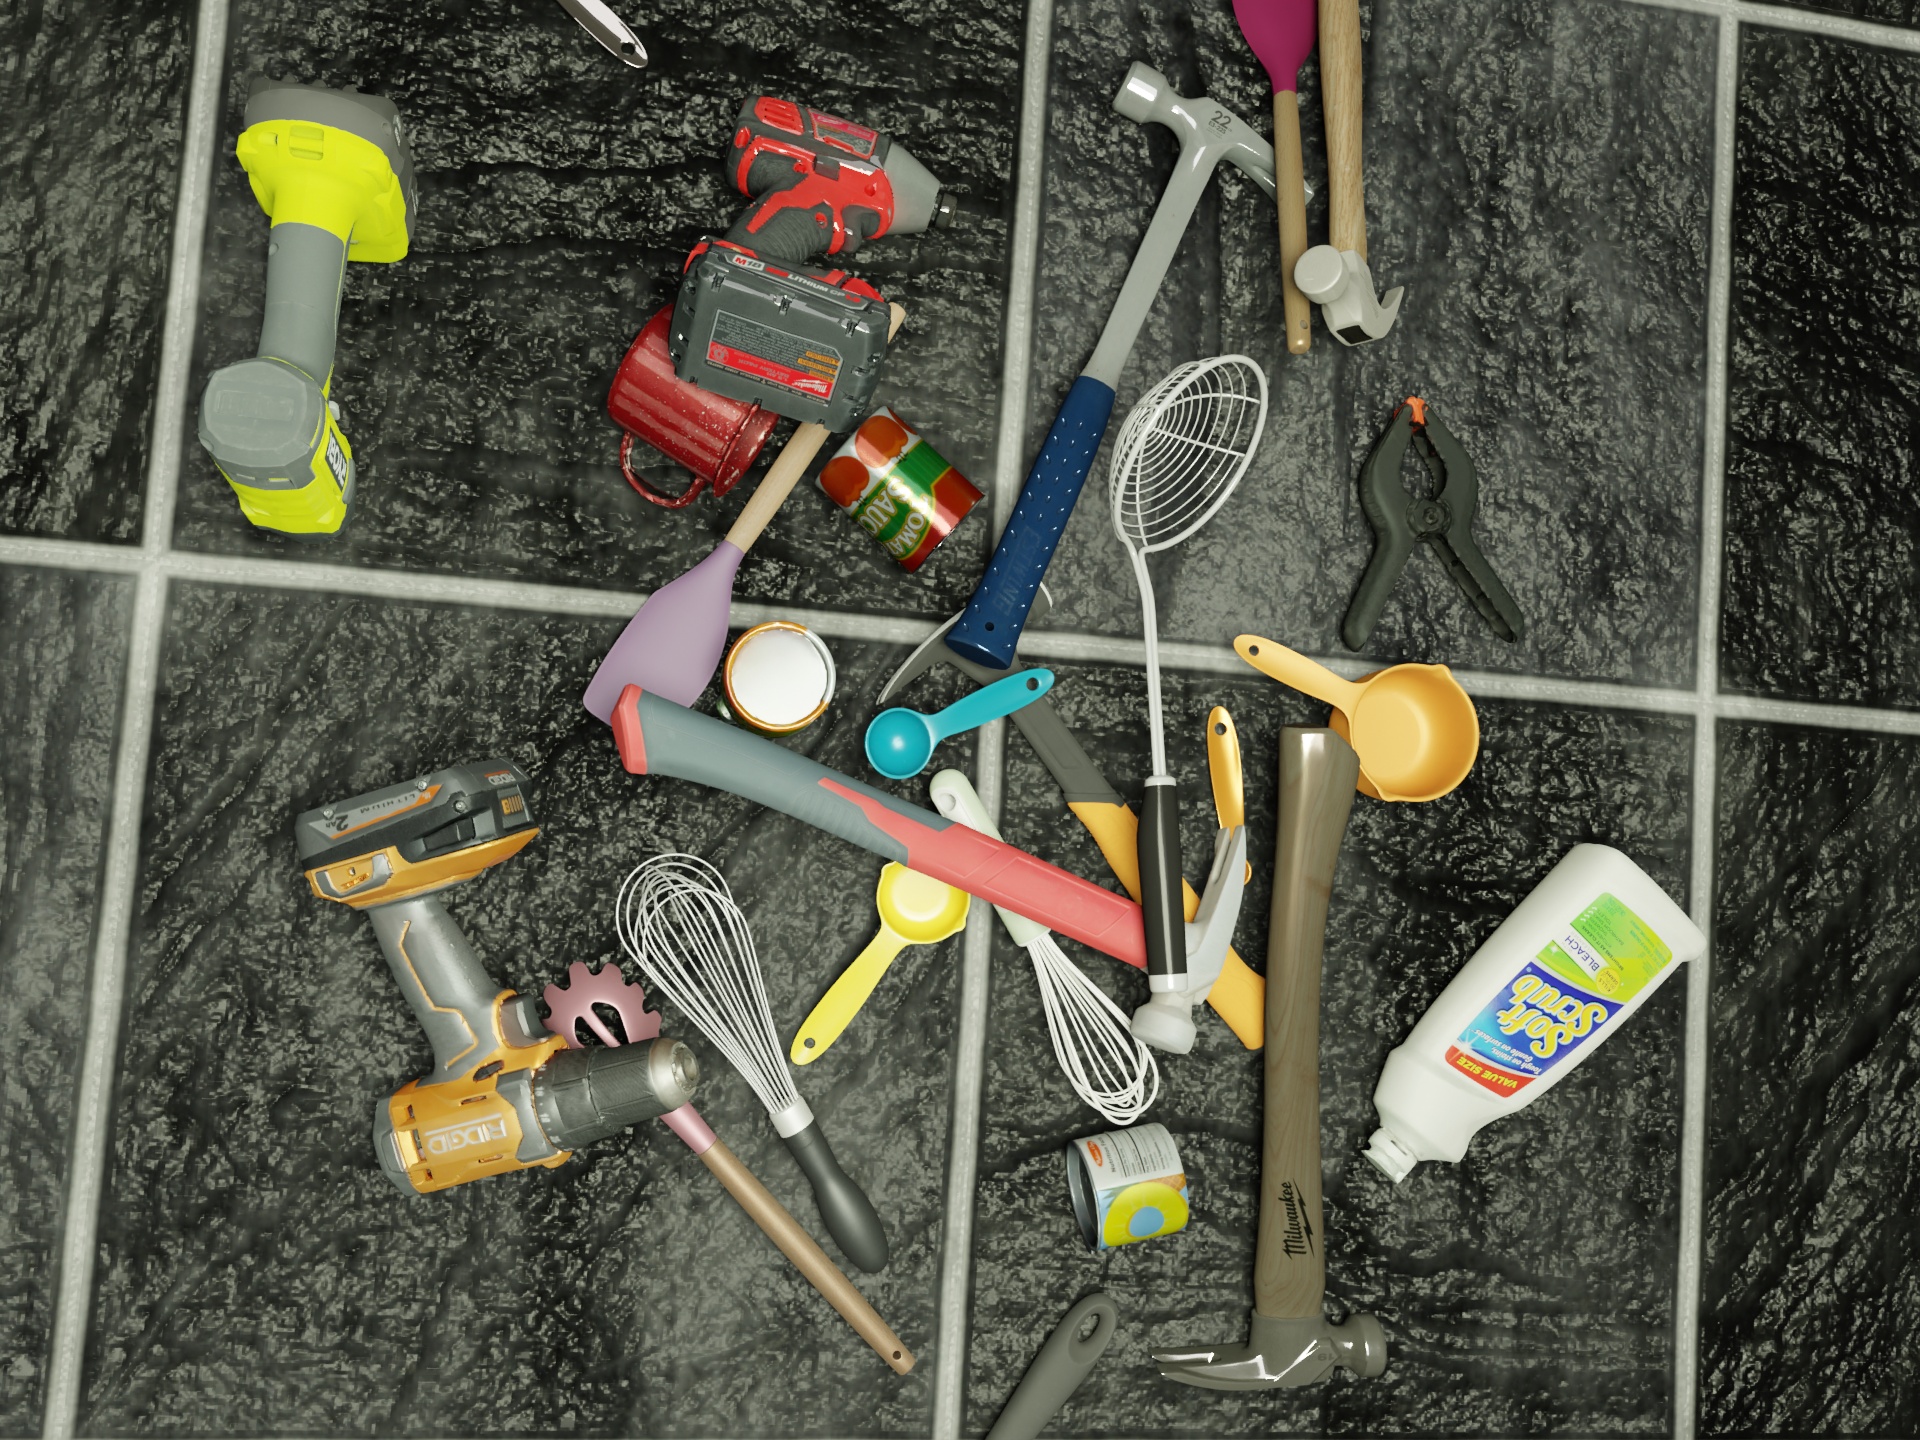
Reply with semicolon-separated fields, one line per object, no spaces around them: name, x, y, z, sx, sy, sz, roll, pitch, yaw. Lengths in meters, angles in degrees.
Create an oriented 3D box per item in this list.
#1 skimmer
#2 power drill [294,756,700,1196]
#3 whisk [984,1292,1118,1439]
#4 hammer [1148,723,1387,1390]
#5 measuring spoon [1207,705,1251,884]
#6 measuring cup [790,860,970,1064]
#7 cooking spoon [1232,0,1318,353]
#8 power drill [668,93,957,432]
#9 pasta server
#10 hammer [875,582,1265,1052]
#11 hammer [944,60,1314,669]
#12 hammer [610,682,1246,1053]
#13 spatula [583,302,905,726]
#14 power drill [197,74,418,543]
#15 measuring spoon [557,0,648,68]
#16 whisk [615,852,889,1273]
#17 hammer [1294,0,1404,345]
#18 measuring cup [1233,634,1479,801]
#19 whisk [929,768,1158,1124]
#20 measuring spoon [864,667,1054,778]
skimmer;0.138;-0.027;0.922;0.090;0.127;0.363;-7;80;33
power drill;-0.255;0.137;0.880;0.185;0.084;0.226;-16;91;13
whisk;0.001;0.465;0.943;0.073;0.073;0.296;42;74;-5
hammer;0.194;0.207;0.972;0.146;0.038;0.410;0;95;-10
measuring spoon;0.171;0.049;1.025;0.021;0.011;0.117;-4;84;-9
measuring cup;-0.054;0.145;0.973;0.062;0.029;0.156;38;92;-7
cooking spoon;0.210;-0.379;1.023;0.068;0.017;0.319;7;72;-19
power drill;-0.081;-0.274;0.924;0.143;0.078;0.220;17;49;-9
pasta server;-0.133;0.271;0.946;0.060;0.040;0.316;-41;98;-10
hammer;0.092;0.074;0.995;0.127;0.034;0.337;-38;94;-11
hammer;0.095;-0.216;0.995;0.144;0.035;0.405;26;76;-8
hammer;-0.013;0.057;0.917;0.386;0.038;0.143;25;73;-14
spatula;-0.122;-0.126;0.976;0.059;0.018;0.316;33;82;-8
power drill;-0.355;-0.216;0.873;0.080;0.171;0.223;6;77;-10
measuring spoon;-0.243;-0.446;0.980;0.124;0.018;0.034;41;79;-12
whisk;-0.117;0.207;0.939;0.070;0.070;0.284;-29;96;-11
hammer;0.249;-0.400;1.031;0.031;0.130;0.331;-7;74;31
measuring cup;0.244;-0.010;1.021;0.173;0.052;0.095;27;82;-6
whisk;0.048;0.137;0.966;0.246;0.058;0.059;60;34;-5
measuring spoon;-0.002;-0.003;0.958;0.128;0.021;0.042;-24;98;-19
